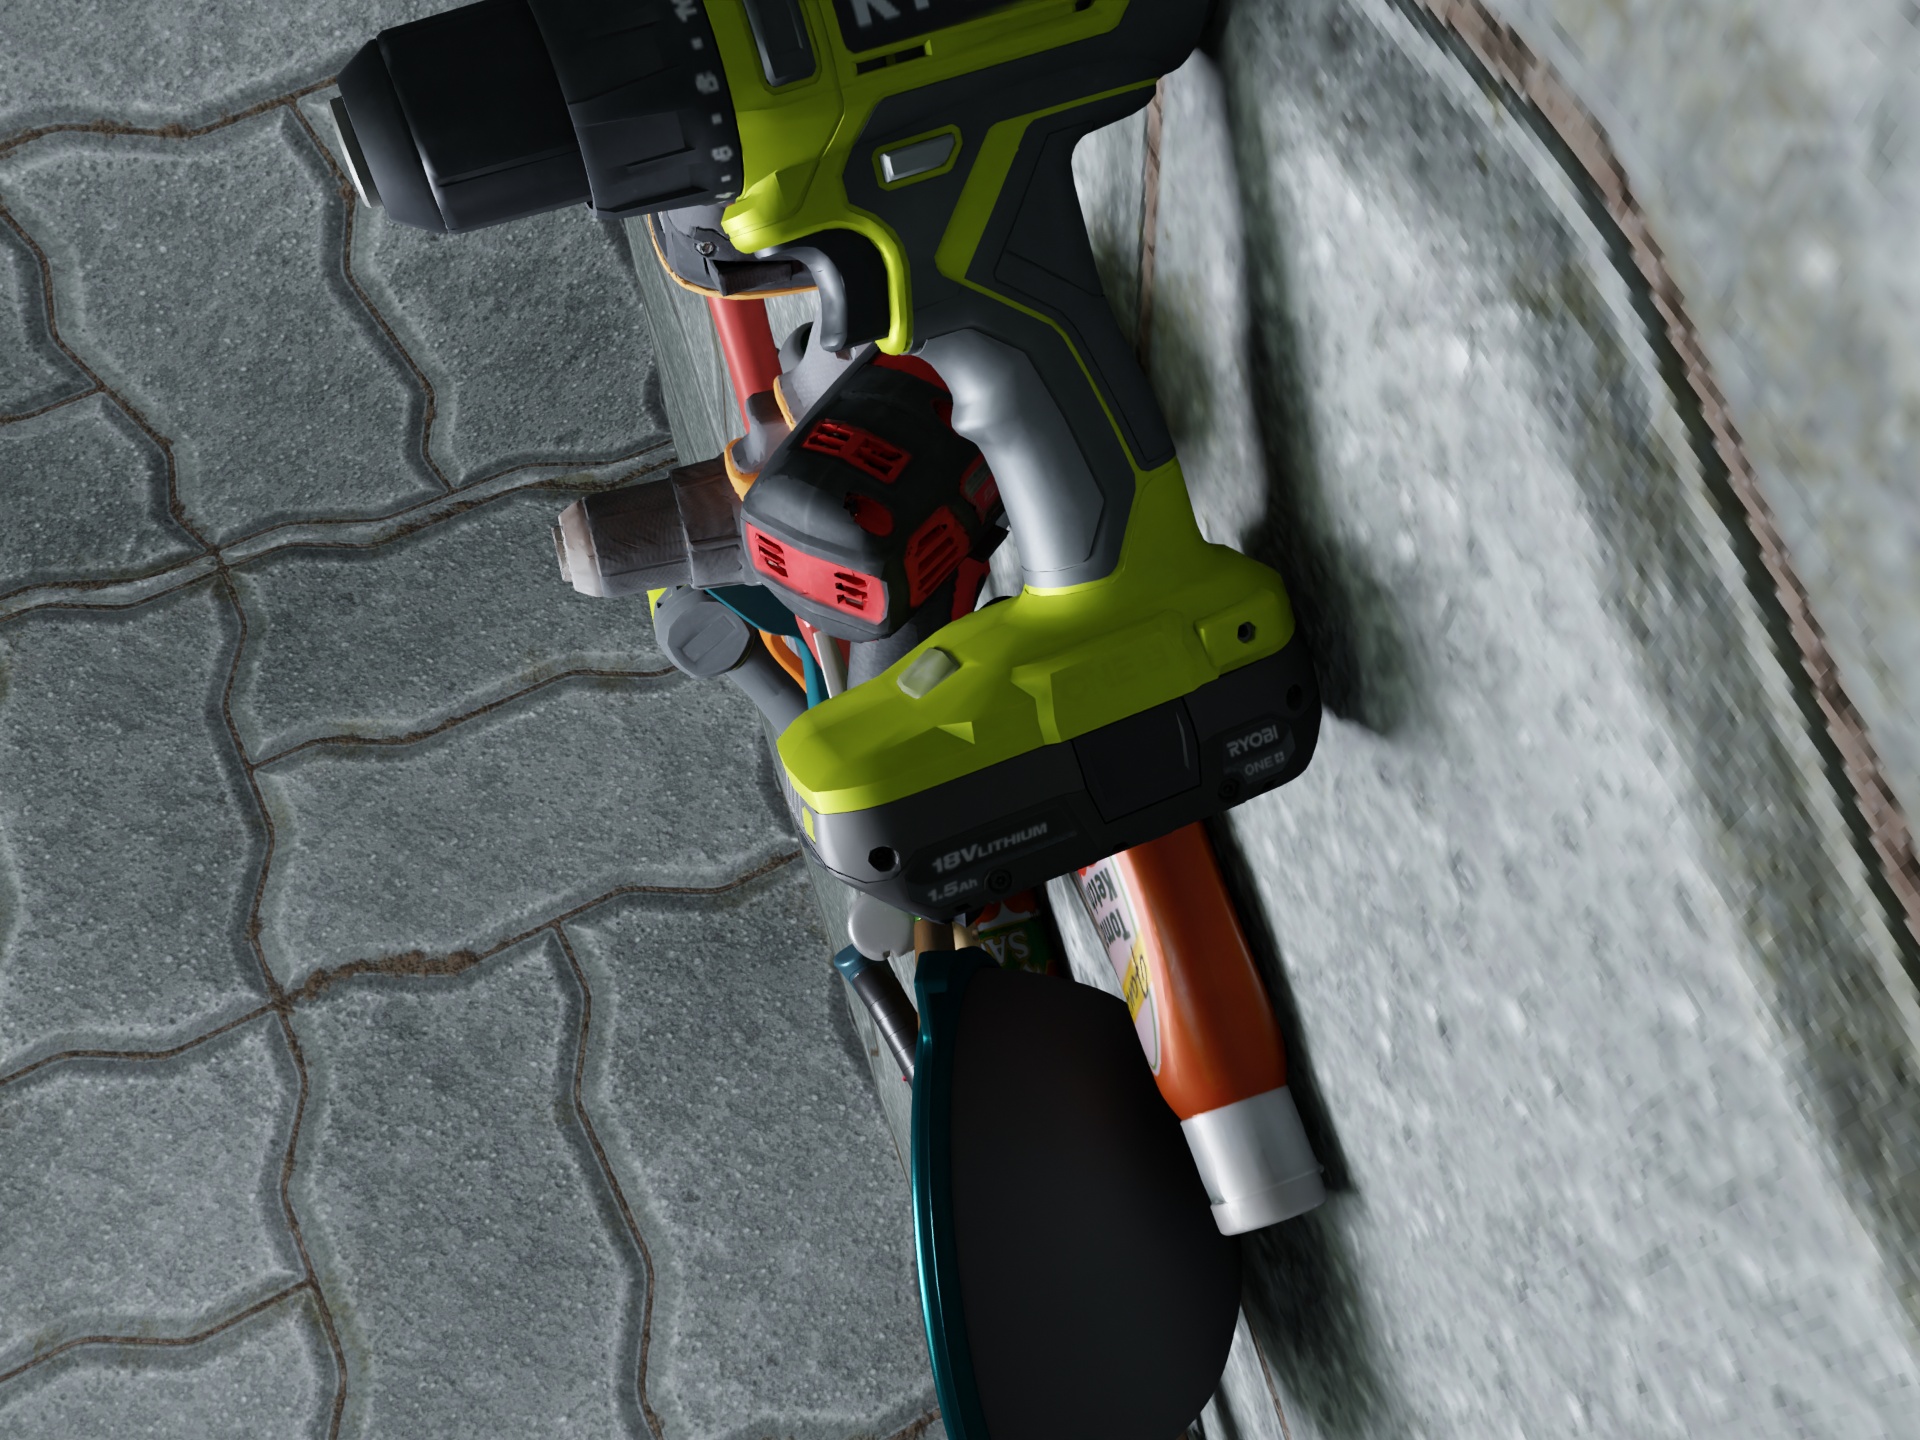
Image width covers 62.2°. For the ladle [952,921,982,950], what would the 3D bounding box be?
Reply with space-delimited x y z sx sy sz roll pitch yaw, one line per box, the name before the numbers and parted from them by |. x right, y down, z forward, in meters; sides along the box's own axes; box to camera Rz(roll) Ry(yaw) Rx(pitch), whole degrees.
ladle | 0.029 0.231 0.720 0.069 0.031 0.315 -35 -65 -64

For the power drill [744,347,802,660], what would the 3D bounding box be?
power drill | -0.098 -0.143 1.029 0.227 0.084 0.164 -116 14 -63

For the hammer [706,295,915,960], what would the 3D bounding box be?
hammer | -0.069 -0.068 0.749 0.149 0.036 0.359 2 -107 -86

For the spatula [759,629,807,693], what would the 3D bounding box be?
spatula | -0.057 0.005 0.933 0.322 0.041 0.081 59 173 -26

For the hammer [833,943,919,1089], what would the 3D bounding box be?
hammer | 0.019 0.268 0.918 0.331 0.033 0.128 58 -178 14

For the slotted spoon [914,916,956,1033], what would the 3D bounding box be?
slotted spoon | -0.010 0.105 0.639 0.070 0.031 0.314 53 -152 -64

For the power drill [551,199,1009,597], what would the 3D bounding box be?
power drill | -0.068 -0.130 0.584 0.226 0.185 0.084 95 158 -57

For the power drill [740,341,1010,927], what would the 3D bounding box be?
power drill | -0.004 -0.040 0.537 0.078 0.143 0.219 24 147 19

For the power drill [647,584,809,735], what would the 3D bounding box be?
power drill | -0.125 -0.031 1.083 0.223 0.080 0.171 49 -174 -28

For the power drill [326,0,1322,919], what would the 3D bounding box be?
power drill | -0.017 -0.077 0.371 0.080 0.190 0.228 -141 32 -69

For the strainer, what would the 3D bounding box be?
strainer | 0.070 0.198 0.652 0.340 0.095 0.211 39 -136 -71

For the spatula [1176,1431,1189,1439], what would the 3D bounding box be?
spatula | 0.071 0.285 0.800 0.060 0.018 0.315 -87 -26 -77

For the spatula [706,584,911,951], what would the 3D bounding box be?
spatula | -0.076 0.013 0.852 0.082 0.044 0.317 -76 -25 -49

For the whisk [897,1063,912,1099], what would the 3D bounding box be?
whisk | -0.012 0.233 1.115 0.295 0.073 0.073 90 162 -74

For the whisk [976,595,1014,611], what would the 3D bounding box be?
whisk | -0.001 -0.001 0.797 0.284 0.070 0.070 119 134 -70
